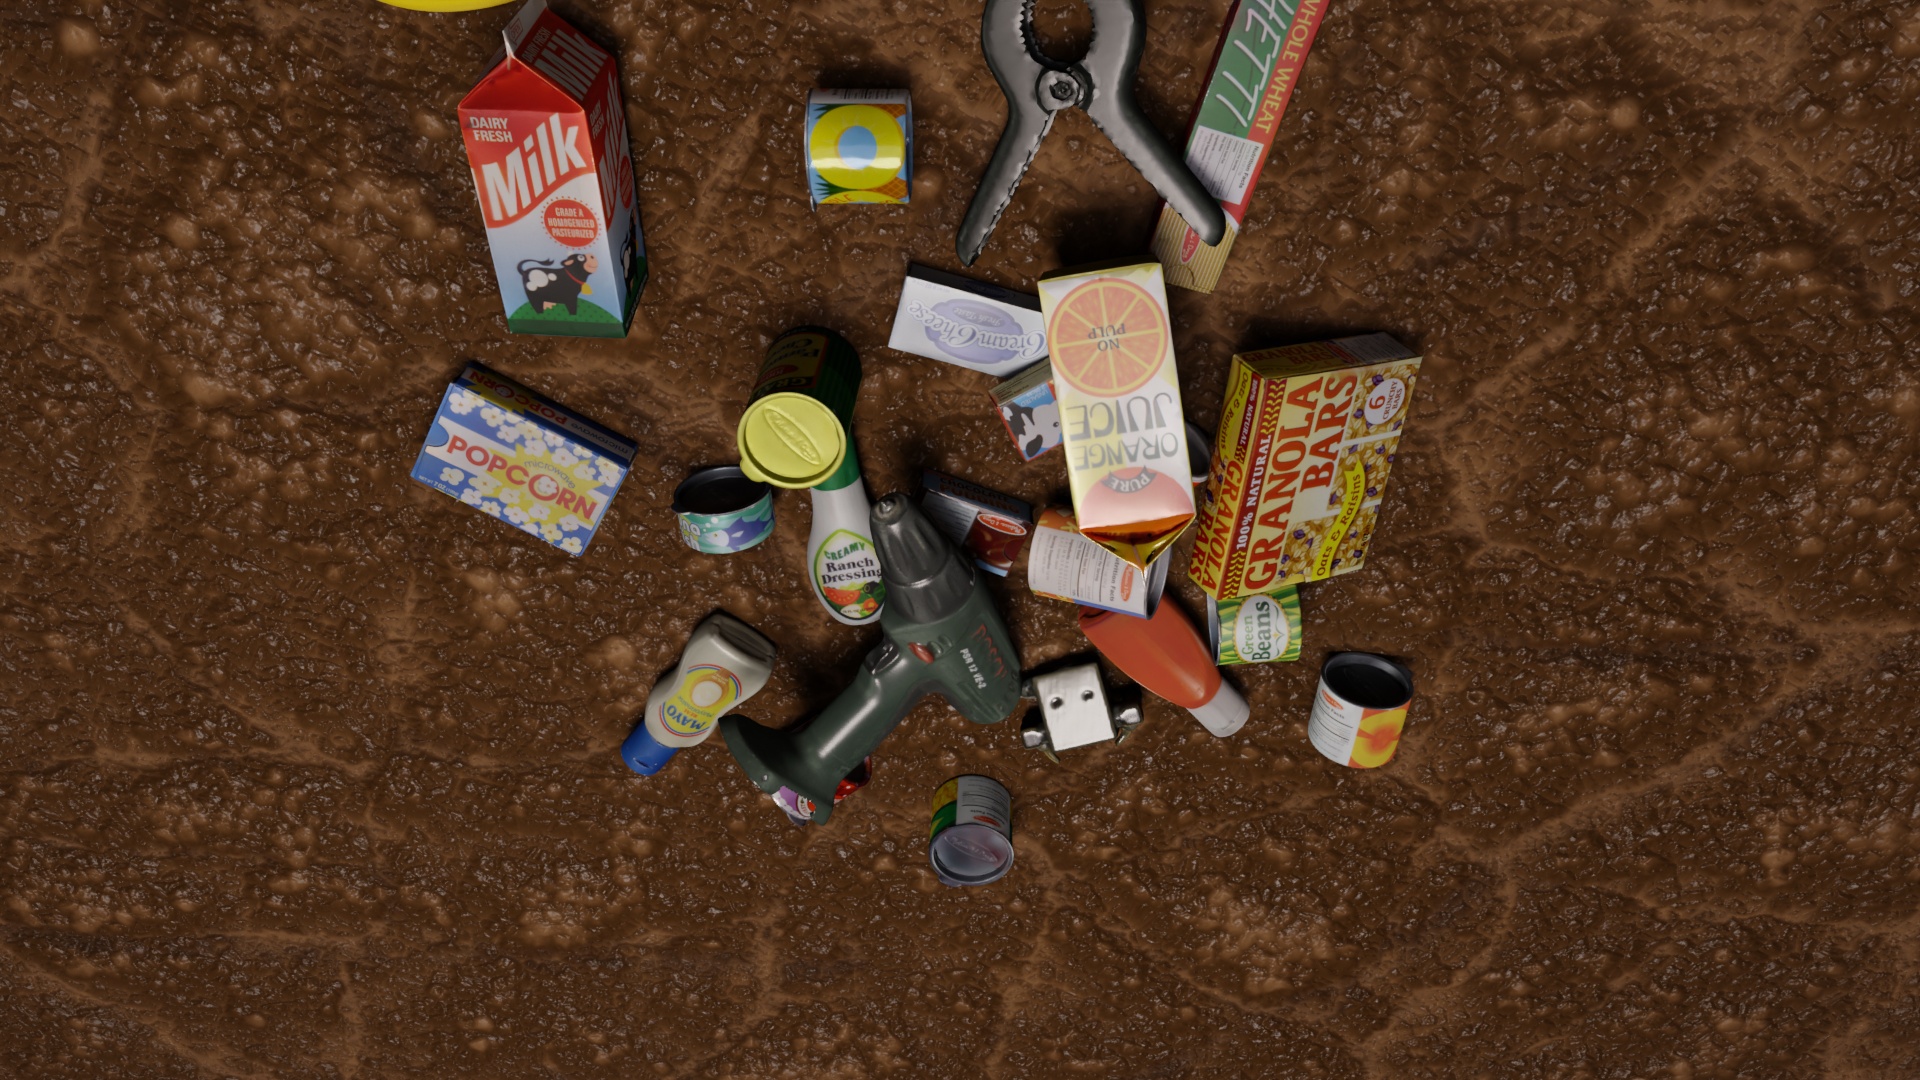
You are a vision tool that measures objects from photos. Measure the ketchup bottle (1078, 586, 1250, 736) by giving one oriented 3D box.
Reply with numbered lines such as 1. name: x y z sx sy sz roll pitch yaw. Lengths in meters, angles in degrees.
1. ketchup bottle: 0.155 0.087 1.017 0.064 0.044 0.148 -38 114 19

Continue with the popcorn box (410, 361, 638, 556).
1. popcorn box: -0.297 -0.054 0.950 0.127 0.038 0.085 27 120 -14

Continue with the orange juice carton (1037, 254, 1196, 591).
1. orange juice carton: 0.098 -0.070 0.838 0.073 0.072 0.192 -9 103 8

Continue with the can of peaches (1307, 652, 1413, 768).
1. can of peaches: 0.296 0.124 1.022 0.071 0.071 0.057 4 122 0

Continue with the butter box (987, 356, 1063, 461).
1. butter box: 0.074 -0.098 0.895 0.103 0.024 0.053 -29 132 2

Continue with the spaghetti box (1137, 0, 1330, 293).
1. spaghetti box: 0.167 -0.264 0.804 0.050 0.029 0.248 15 122 -7

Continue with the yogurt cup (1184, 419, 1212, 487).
1. yogurt cup: 0.125 -0.050 0.921 0.072 0.073 0.053 30 127 -16

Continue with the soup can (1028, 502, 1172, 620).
1. soup can: 0.097 0.013 0.949 0.084 0.072 0.071 12 124 18

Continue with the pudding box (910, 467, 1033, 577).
1. pudding box: 0.003 -0.012 0.969 0.084 0.030 0.049 19 120 -10

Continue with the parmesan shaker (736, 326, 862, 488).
1. parmesan shaker: -0.103 -0.085 0.884 0.071 0.103 0.071 1 122 2

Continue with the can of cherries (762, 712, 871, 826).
1. can of cherries: -0.109 0.175 1.067 0.058 0.072 0.071 -34 115 20

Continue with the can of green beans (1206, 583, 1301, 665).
1. can of green beans: 0.206 0.054 0.980 0.058 0.071 0.071 -4 122 5

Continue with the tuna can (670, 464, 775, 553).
1. tuna can: -0.162 -0.021 0.947 0.071 0.071 0.032 -2 123 4

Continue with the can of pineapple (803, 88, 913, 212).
1. can of pineapple: -0.058 -0.229 0.813 0.058 0.071 0.070 1 122 2

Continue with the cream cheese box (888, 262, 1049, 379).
1. cream cheese box: 0.010 -0.138 0.893 0.104 0.024 0.053 14 123 -6

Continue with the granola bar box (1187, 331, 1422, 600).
1. granola bar box: 0.222 -0.046 0.903 0.124 0.039 0.164 -11 126 -24

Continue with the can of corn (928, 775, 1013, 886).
1. can of corn: 0.008 0.231 1.105 0.071 0.058 0.070 1 122 2

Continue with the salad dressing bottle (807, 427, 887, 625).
1. salad dressing bottle: -0.081 -0.012 0.964 0.064 0.044 0.147 -8 121 4

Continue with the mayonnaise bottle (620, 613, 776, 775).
1. mayonnaise bottle: -0.204 0.122 1.054 0.064 0.041 0.147 34 117 -19

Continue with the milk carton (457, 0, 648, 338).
1. milk carton: -0.236 -0.216 0.808 0.073 0.073 0.189 2 131 1
